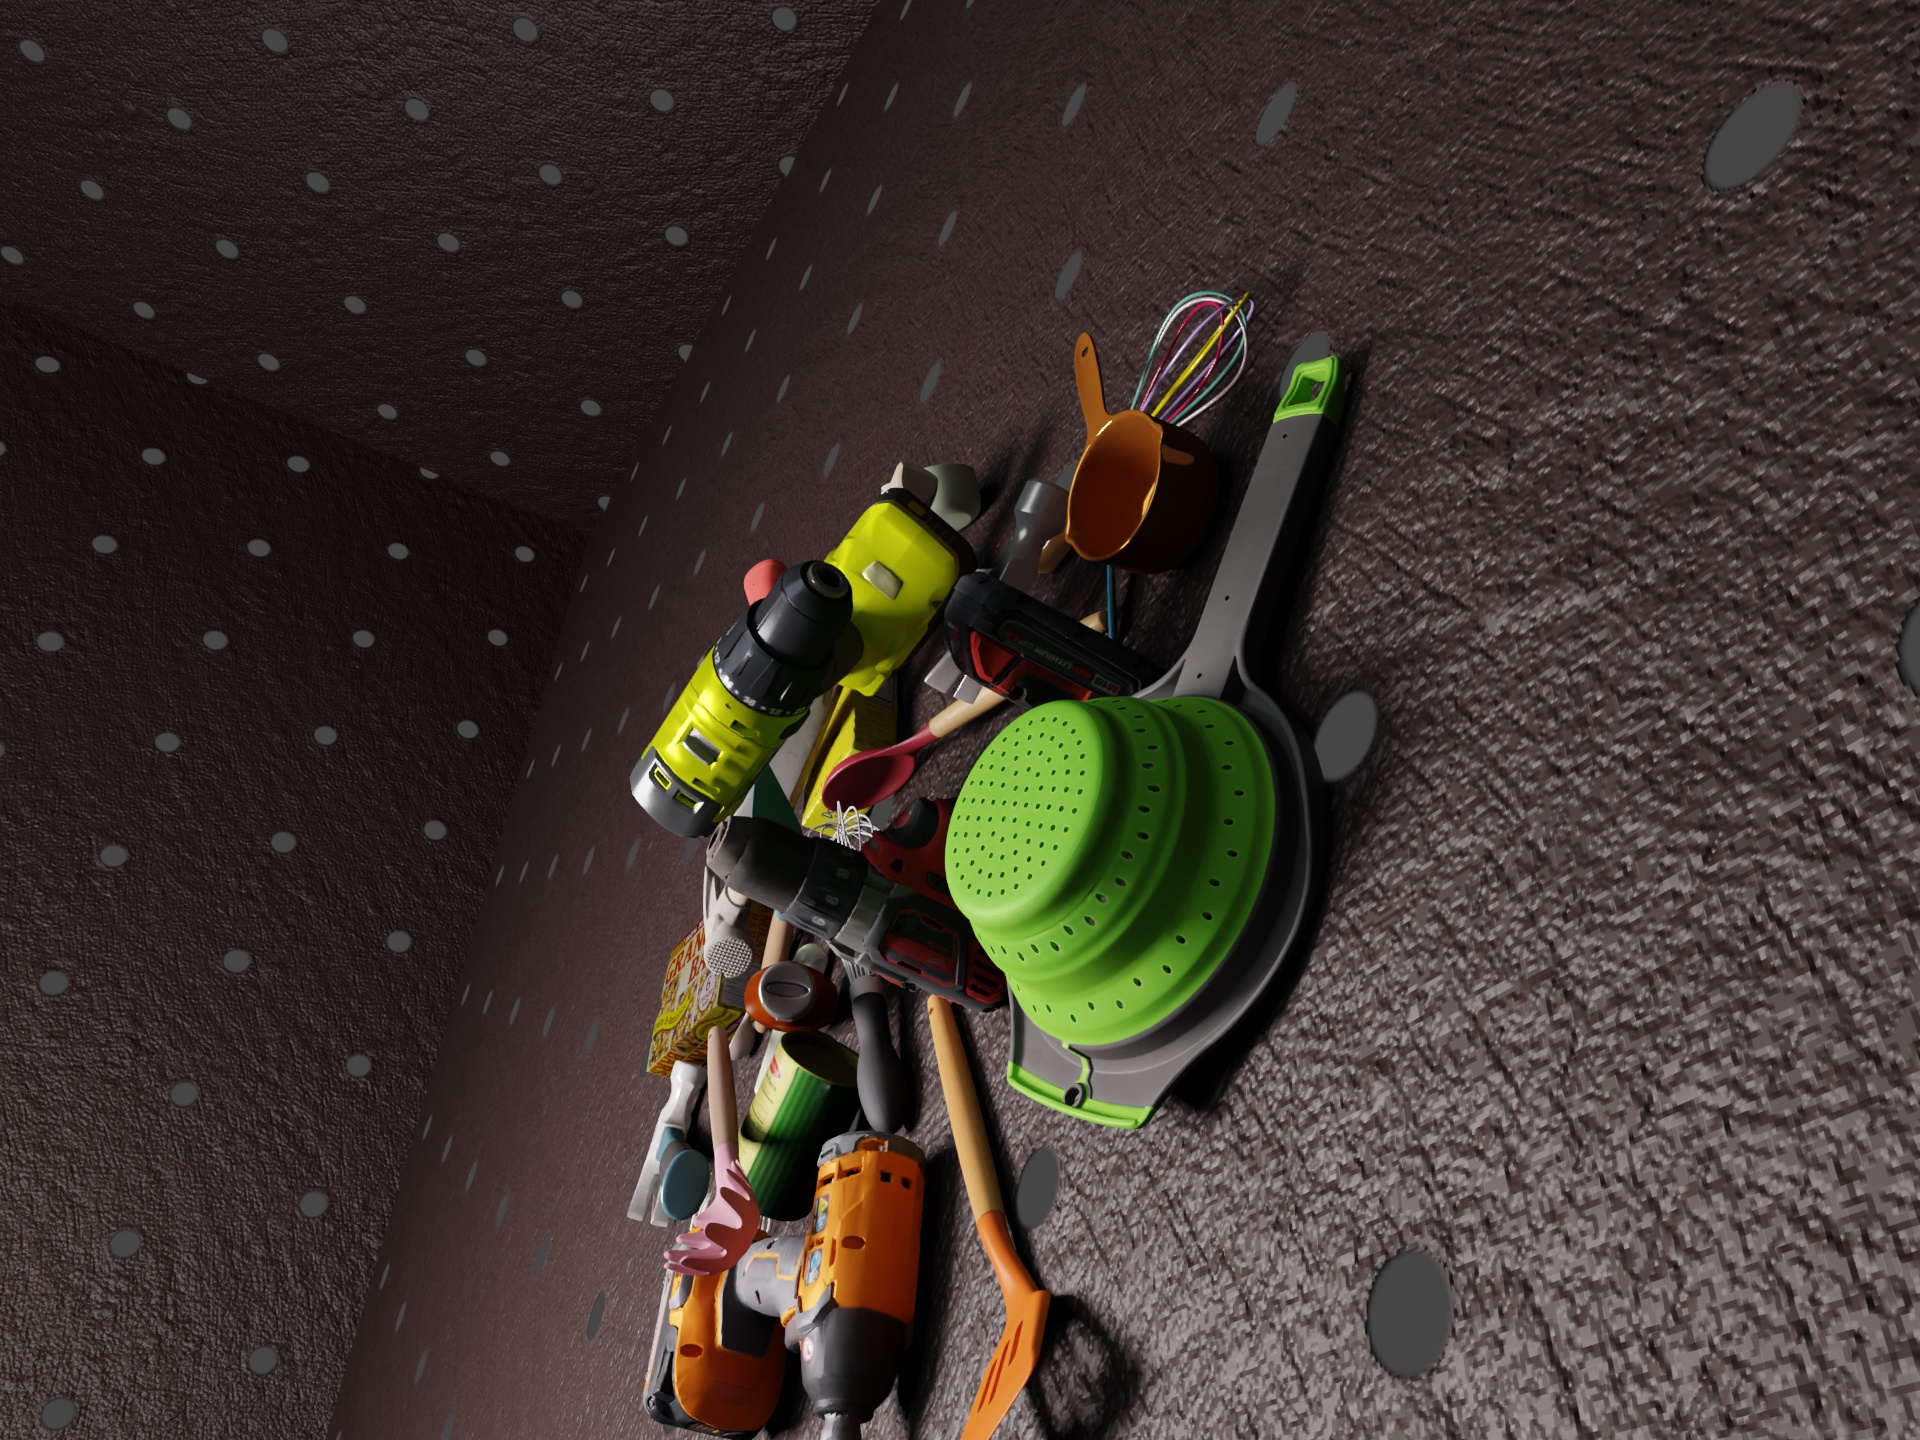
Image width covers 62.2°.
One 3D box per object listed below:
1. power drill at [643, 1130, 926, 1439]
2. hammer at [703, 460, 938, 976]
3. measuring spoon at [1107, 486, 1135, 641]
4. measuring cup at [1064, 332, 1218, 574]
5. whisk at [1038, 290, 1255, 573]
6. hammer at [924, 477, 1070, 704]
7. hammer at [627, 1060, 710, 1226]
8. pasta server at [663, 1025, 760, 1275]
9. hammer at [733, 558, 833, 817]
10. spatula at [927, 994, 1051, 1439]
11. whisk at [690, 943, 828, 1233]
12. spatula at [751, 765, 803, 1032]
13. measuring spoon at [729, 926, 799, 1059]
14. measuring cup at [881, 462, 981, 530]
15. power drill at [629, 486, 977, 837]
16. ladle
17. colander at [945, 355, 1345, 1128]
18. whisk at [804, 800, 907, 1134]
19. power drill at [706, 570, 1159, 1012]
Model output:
[{"bbox_3d":[-0.101,0.348,0.918,0.226,0.084,0.164,-41,33,43],"label":"power drill"},{"bbox_3d":[-0.114,-0.008,1.225,0.146,0.038,0.410,-114,46,-66],"label":"hammer"},{"bbox_3d":[0.098,-0.090,0.949,0.042,0.021,0.129,80,-169,-65],"label":"measuring spoon"},{"bbox_3d":[0.101,-0.160,0.925,0.095,0.052,0.174,-48,37,41],"label":"measuring cup"},{"bbox_3d":[0.104,-0.171,0.978,0.245,0.051,0.047,-51,32,44],"label":"whisk"},{"bbox_3d":[-0.020,-0.094,1.161,0.144,0.035,0.405,-64,15,-2],"label":"hammer"},{"bbox_3d":[-0.214,0.329,1.196,0.331,0.033,0.128,144,143,-75],"label":"hammer"},{"bbox_3d":[-0.155,0.257,1.006,0.060,0.040,0.316,-54,15,4],"label":"pasta server"},{"bbox_3d":[-0.145,-0.046,1.234,0.149,0.036,0.359,-64,18,14],"label":"hammer"},{"bbox_3d":[0.004,0.239,0.820,0.081,0.041,0.323,-61,21,20],"label":"spatula"},{"bbox_3d":[-0.138,0.276,1.139,0.059,0.057,0.246,0,62,31],"label":"whisk"},{"bbox_3d":[-0.138,0.146,1.131,0.317,0.044,0.082,107,165,-51],"label":"spatula"},{"bbox_3d":[-0.152,0.218,1.270,0.124,0.018,0.034,-62,-1,-1],"label":"measuring spoon"},{"bbox_3d":[-0.042,-0.152,1.273,0.167,0.083,0.038,-36,67,54],"label":"measuring cup"},{"bbox_3d":[-0.080,-0.048,0.913,0.190,0.080,0.228,-51,-2,37],"label":"power drill"},{"bbox_3d":[-0.002,-0.003,1.068,0.315,0.069,0.031,-33,64,48],"label":"ladle"},{"bbox_3d":[0.089,-0.017,0.750,0.204,0.094,0.397,1,66,57],"label":"colander"},{"bbox_3d":[-0.065,0.159,1.059,0.070,0.070,0.285,-56,29,29],"label":"whisk"},{"bbox_3d":[-0.014,0.032,0.870,0.226,0.187,0.080,-63,15,5],"label":"power drill"}]
